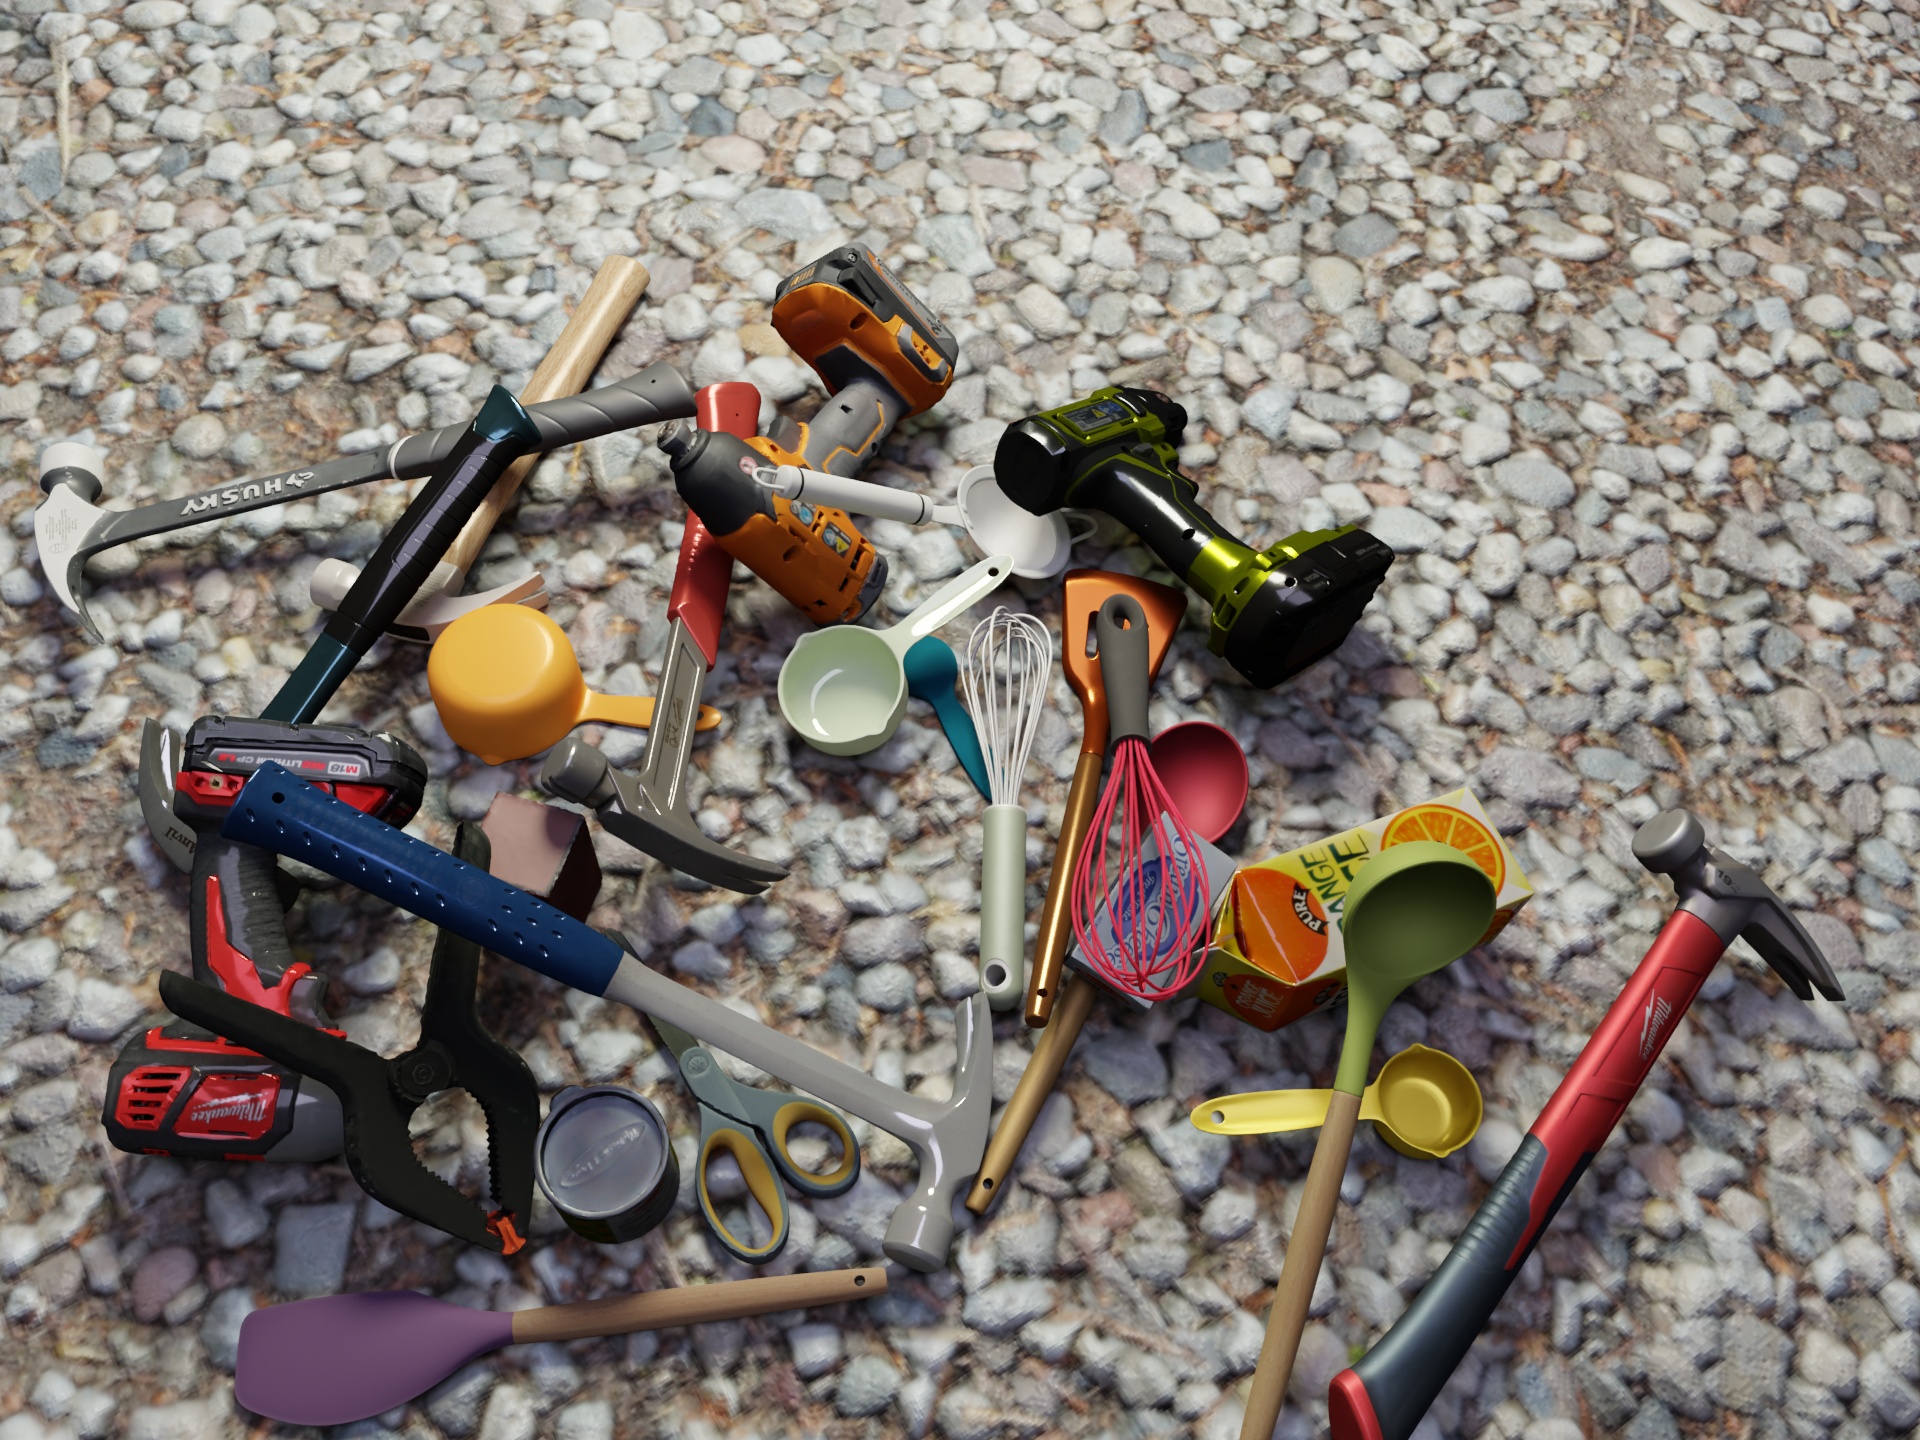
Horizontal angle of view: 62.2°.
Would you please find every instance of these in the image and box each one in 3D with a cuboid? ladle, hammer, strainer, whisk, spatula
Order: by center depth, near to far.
[{"bbox_3d":[-0.193,0.298,0.781,0.316,0.018,0.060,-6,61,-5],"label":"spatula"},{"bbox_3d":[0.192,0.213,0.785,0.078,0.062,0.320,23,79,-22],"label":"ladle"},{"bbox_3d":[-0.161,0.126,0.793,0.405,0.035,0.144,29,57,-13],"label":"hammer"},{"bbox_3d":[0.324,0.231,0.829,0.143,0.038,0.386,45,70,-7],"label":"hammer"},{"bbox_3d":[0.095,0.029,0.877,0.073,0.073,0.296,4,45,-1],"label":"whisk"},{"bbox_3d":[0.079,0.132,0.889,0.069,0.031,0.315,28,64,5],"label":"ladle"},{"bbox_3d":[0.072,0.035,0.917,0.081,0.041,0.323,13,47,4],"label":"spatula"},{"bbox_3d":[0.026,0.046,0.920,0.058,0.059,0.246,-7,66,20],"label":"whisk"},{"bbox_3d":[-0.349,-0.055,0.923,0.128,0.033,0.331,30,78,13],"label":"hammer"},{"bbox_3d":[-0.151,-0.072,0.967,0.149,0.036,0.359,32,43,-32],"label":"hammer"},{"bbox_3d":[-0.021,-0.128,0.975,0.258,0.050,0.087,6,58,-42],"label":"strainer"},{"bbox_3d":[-0.366,-0.156,0.989,0.409,0.036,0.149,-15,57,-6],"label":"hammer"},{"bbox_3d":[-0.285,-0.187,1.049,0.130,0.031,0.331,18,60,7],"label":"hammer"}]

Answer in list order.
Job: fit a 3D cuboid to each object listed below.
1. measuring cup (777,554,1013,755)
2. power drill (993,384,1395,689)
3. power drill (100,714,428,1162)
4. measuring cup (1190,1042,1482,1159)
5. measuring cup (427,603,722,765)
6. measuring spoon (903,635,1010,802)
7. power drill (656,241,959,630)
[{"bbox_3d":[-0.033,-0.042,0.960,0.167,0.038,0.083,-37,67,-10],"label":"measuring cup"},{"bbox_3d":[0.152,-0.130,1.004,0.223,0.080,0.171,42,42,21],"label":"power drill"},{"bbox_3d":[-0.345,0.115,0.821,0.143,0.078,0.220,6,77,-6],"label":"power drill"},{"bbox_3d":[0.199,0.210,0.852,0.156,0.029,0.062,-4,60,-3],"label":"measuring cup"},{"bbox_3d":[-0.229,-0.022,0.943,0.173,0.052,0.095,7,60,3],"label":"measuring cup"},{"bbox_3d":[-0.002,-0.003,0.964,0.042,0.021,0.129,-24,64,-16],"label":"measuring spoon"},{"bbox_3d":[-0.095,-0.189,0.994,0.164,0.084,0.227,39,53,-32],"label":"power drill"}]
